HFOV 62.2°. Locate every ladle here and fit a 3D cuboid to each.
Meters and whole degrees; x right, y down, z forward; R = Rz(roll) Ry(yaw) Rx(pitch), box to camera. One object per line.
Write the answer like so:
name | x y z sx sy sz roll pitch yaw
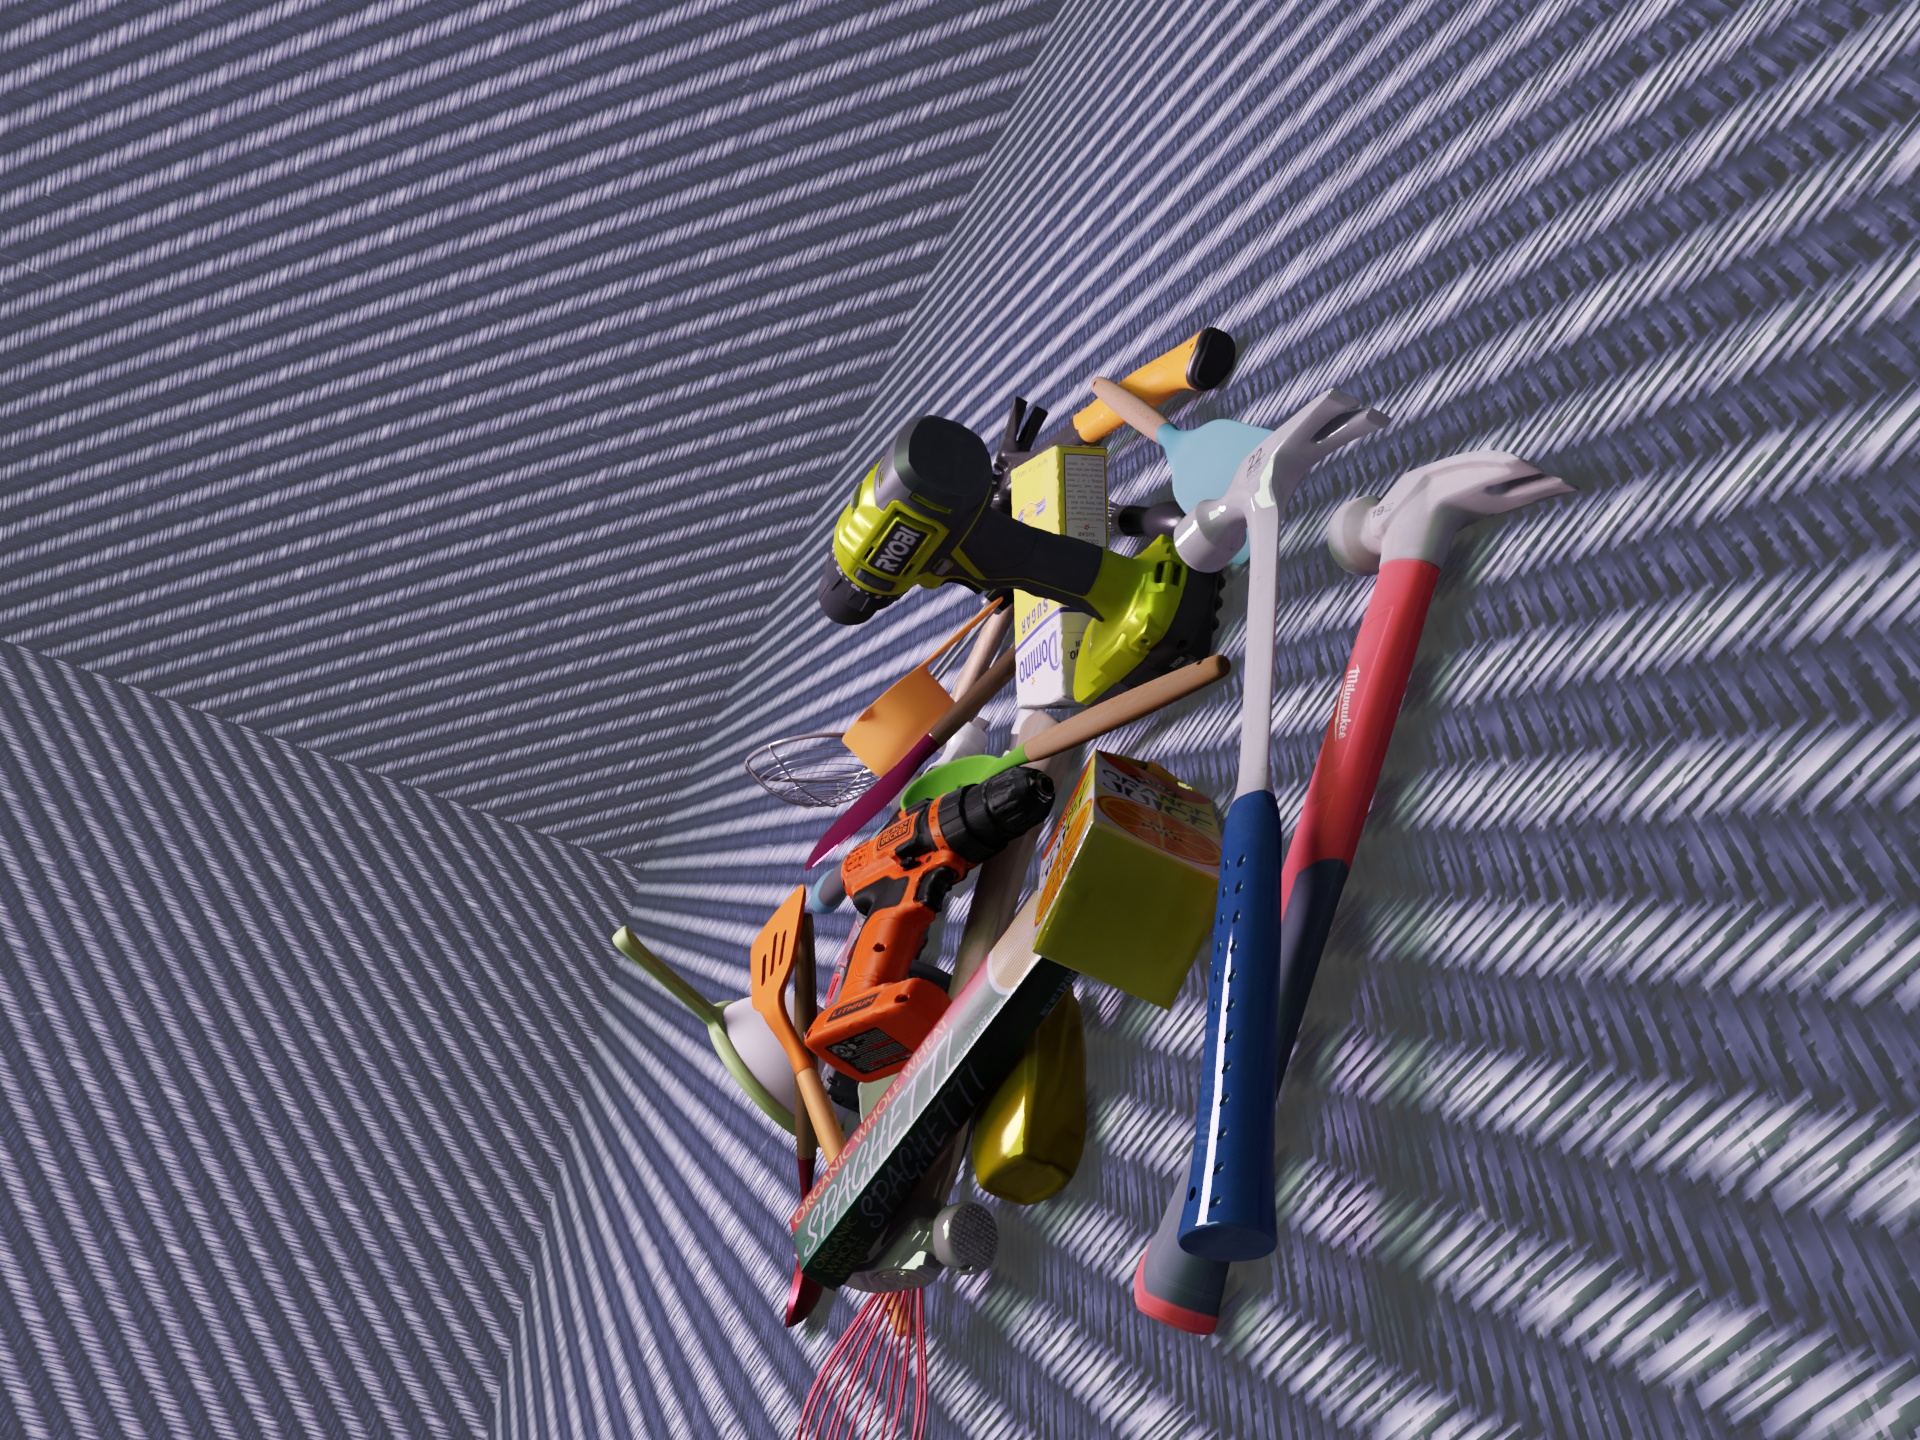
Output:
ladle | -0.115 0.297 1.180 0.069 0.031 0.315 -131 41 -81

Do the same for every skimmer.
skimmer | -0.033 -0.065 1.332 0.363 0.090 0.127 -50 -28 3

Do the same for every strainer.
strainer | -0.164 0.233 1.271 0.069 0.256 0.152 -43 21 5

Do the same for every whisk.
whisk | 0.110 -0.147 1.159 0.070 0.070 0.285 -68 19 1
whisk | -0.034 0.338 0.958 0.073 0.073 0.296 -50 18 53

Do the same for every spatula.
spatula | -0.088 0.259 1.077 0.081 0.041 0.323 -50 51 32
spatula | 0.140 -0.193 1.073 0.082 0.044 0.318 -64 19 17

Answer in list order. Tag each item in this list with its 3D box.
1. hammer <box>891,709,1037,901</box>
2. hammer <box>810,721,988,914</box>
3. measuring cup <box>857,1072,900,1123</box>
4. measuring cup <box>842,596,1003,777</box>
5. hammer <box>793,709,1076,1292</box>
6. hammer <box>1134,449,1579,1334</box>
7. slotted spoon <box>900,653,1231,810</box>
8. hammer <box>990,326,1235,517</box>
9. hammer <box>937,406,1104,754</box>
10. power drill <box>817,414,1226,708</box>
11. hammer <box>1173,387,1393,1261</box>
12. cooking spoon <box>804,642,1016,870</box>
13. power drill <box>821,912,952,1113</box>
hammer | -0.007 0.071 1.307 0.146 0.035 0.335 -69 14 -8
hammer | -0.069 0.105 1.315 0.128 0.033 0.331 -56 4 -27
measuring cup | -0.037 0.304 1.074 0.083 0.038 0.167 14 100 55
measuring cup | -0.014 -0.022 1.228 0.173 0.052 0.095 -42 -5 20
hammer | 0.005 0.162 1.023 0.146 0.038 0.411 -26 35 42
hammer | 0.157 0.070 0.677 0.386 0.038 0.143 -70 15 -10
slotted spoon | 0.061 0.014 1.029 0.314 0.031 0.070 -27 16 50
hammer | 0.111 -0.243 1.257 0.337 0.034 0.127 -17 52 63
hammer | 0.048 -0.117 1.390 0.130 0.031 0.331 -109 43 -70
power drill | 0.029 -0.083 0.993 0.190 0.228 0.080 134 155 -57
hammer | 0.130 0.025 0.691 0.144 0.035 0.406 -47 26 50
cooking spoon | -0.002 -0.004 1.174 0.319 0.017 0.069 -44 6 -6
power drill | -0.052 0.200 1.206 0.220 0.078 0.143 -118 51 -76
